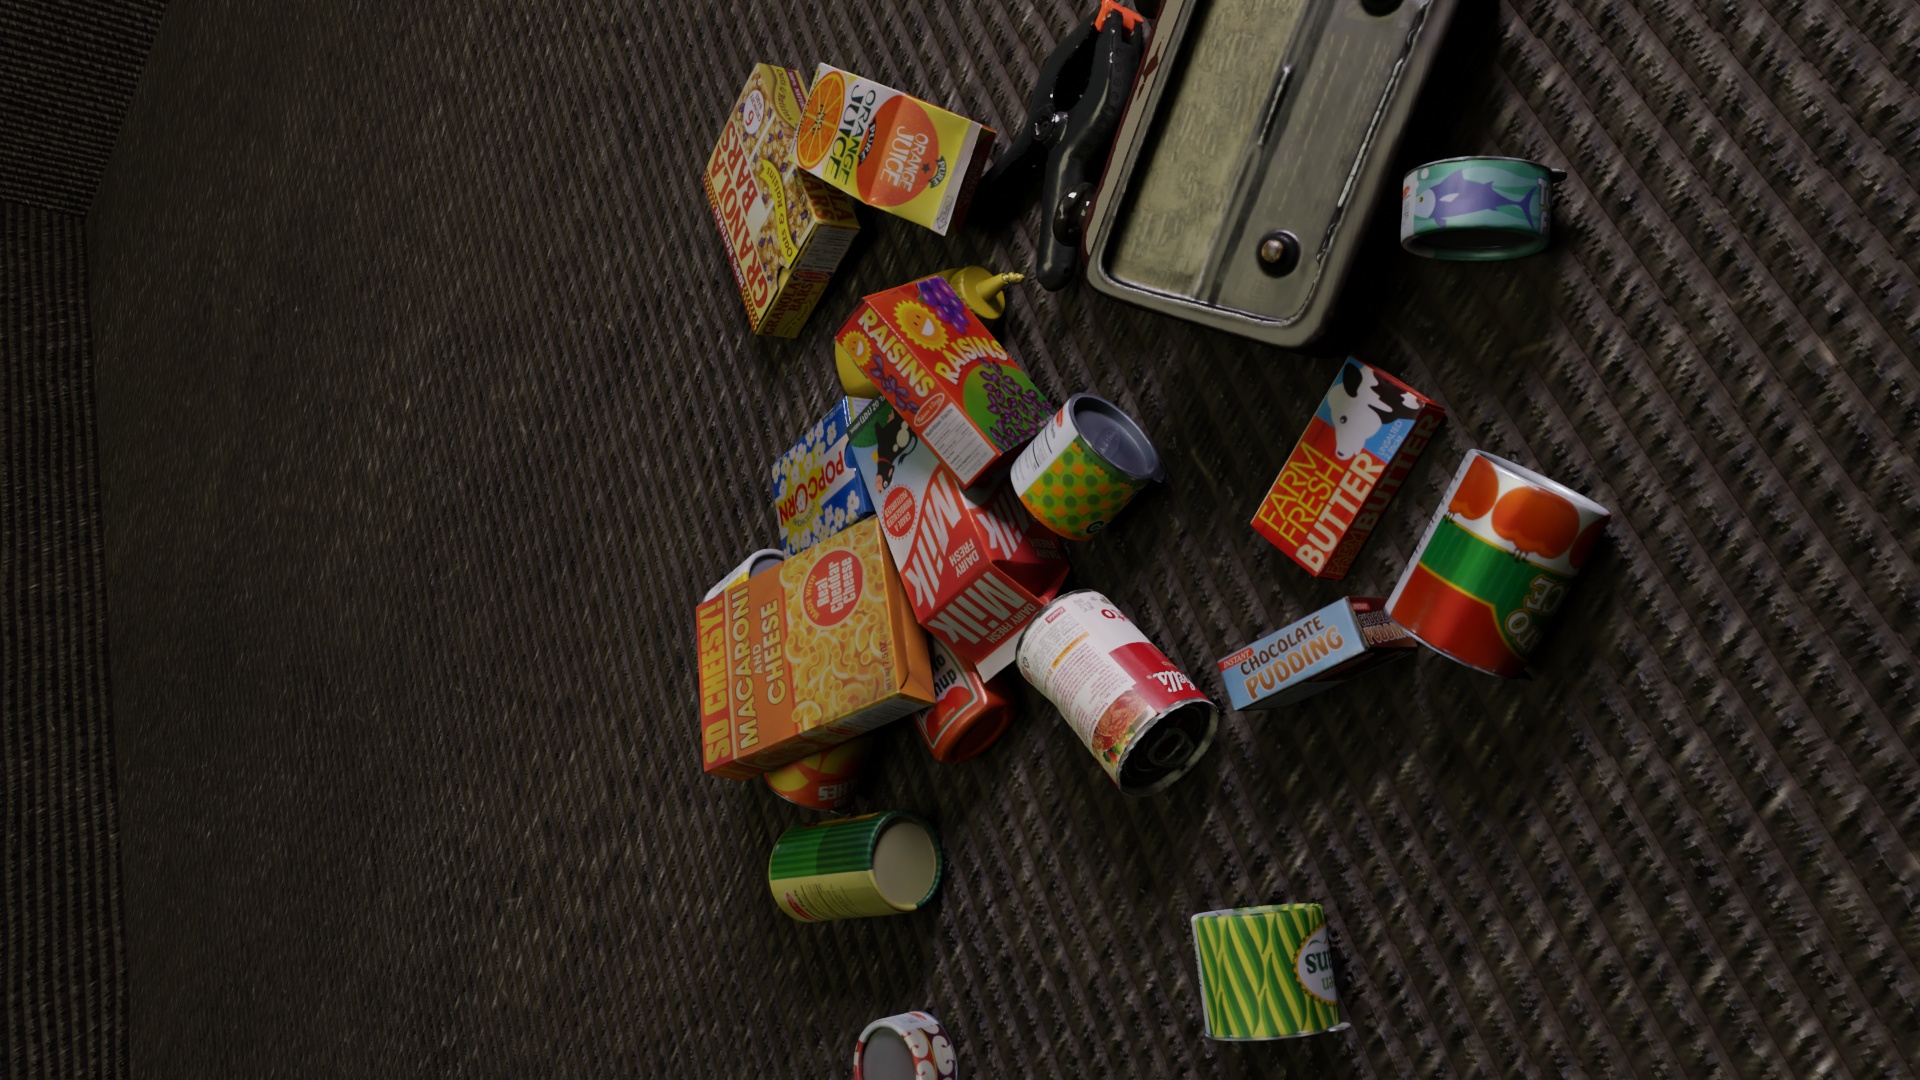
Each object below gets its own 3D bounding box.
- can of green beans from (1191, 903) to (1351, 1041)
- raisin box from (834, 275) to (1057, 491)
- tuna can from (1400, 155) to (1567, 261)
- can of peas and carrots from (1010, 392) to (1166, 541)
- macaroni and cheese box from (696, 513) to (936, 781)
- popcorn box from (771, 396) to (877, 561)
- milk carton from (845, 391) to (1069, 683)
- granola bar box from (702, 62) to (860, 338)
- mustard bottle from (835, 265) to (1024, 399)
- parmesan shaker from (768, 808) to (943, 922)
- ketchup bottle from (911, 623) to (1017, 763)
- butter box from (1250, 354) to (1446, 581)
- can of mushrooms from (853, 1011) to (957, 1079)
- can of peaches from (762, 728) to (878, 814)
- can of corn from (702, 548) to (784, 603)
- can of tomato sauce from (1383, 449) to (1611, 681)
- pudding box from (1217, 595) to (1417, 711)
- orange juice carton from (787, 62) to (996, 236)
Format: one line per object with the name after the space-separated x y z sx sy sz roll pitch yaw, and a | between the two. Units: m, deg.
0.150 0.212 0.685 0.071 0.071 0.058 -18 72 44 | can of green beans
-0.006 -0.098 0.841 0.123 0.086 0.040 50 126 6 | raisin box
0.240 -0.152 0.640 0.071 0.071 0.033 3 88 46 | tuna can
0.073 -0.040 0.801 0.058 0.071 0.071 -48 54 32 | can of peas and carrots
-0.098 0.073 0.900 0.166 0.040 0.124 -26 58 30 | macaroni and cheese box
-0.086 -0.035 0.968 0.126 0.038 0.085 -35 59 52 | popcorn box
0.003 -0.011 0.862 0.072 0.073 0.191 -42 57 36 | milk carton
-0.141 -0.257 1.054 0.123 0.039 0.166 -50 52 44 | granola bar box
-0.019 -0.145 0.920 0.159 0.049 0.065 -25 70 42 | mustard bottle
-0.067 0.216 0.914 0.103 0.071 0.071 -19 71 42 | parmesan shaker
-0.020 0.068 0.898 0.064 0.043 0.149 -50 52 26 | ketchup bottle
0.194 -0.036 0.702 0.053 0.024 0.103 44 116 41 | butter box
-0.035 0.339 0.885 0.071 0.033 0.071 -8 79 45 | can of mushrooms
-0.093 0.144 0.948 0.071 0.071 0.058 30 106 44 | can of peaches
-0.144 0.049 1.015 0.058 0.071 0.071 -37 60 37 | can of corn
0.240 0.011 0.619 0.071 0.071 0.083 38 111 42 | can of tomato sauce
0.176 0.057 0.690 0.083 0.050 0.030 -33 64 39 | pudding box
-0.040 -0.256 0.915 0.193 0.073 0.071 43 116 53 | orange juice carton
